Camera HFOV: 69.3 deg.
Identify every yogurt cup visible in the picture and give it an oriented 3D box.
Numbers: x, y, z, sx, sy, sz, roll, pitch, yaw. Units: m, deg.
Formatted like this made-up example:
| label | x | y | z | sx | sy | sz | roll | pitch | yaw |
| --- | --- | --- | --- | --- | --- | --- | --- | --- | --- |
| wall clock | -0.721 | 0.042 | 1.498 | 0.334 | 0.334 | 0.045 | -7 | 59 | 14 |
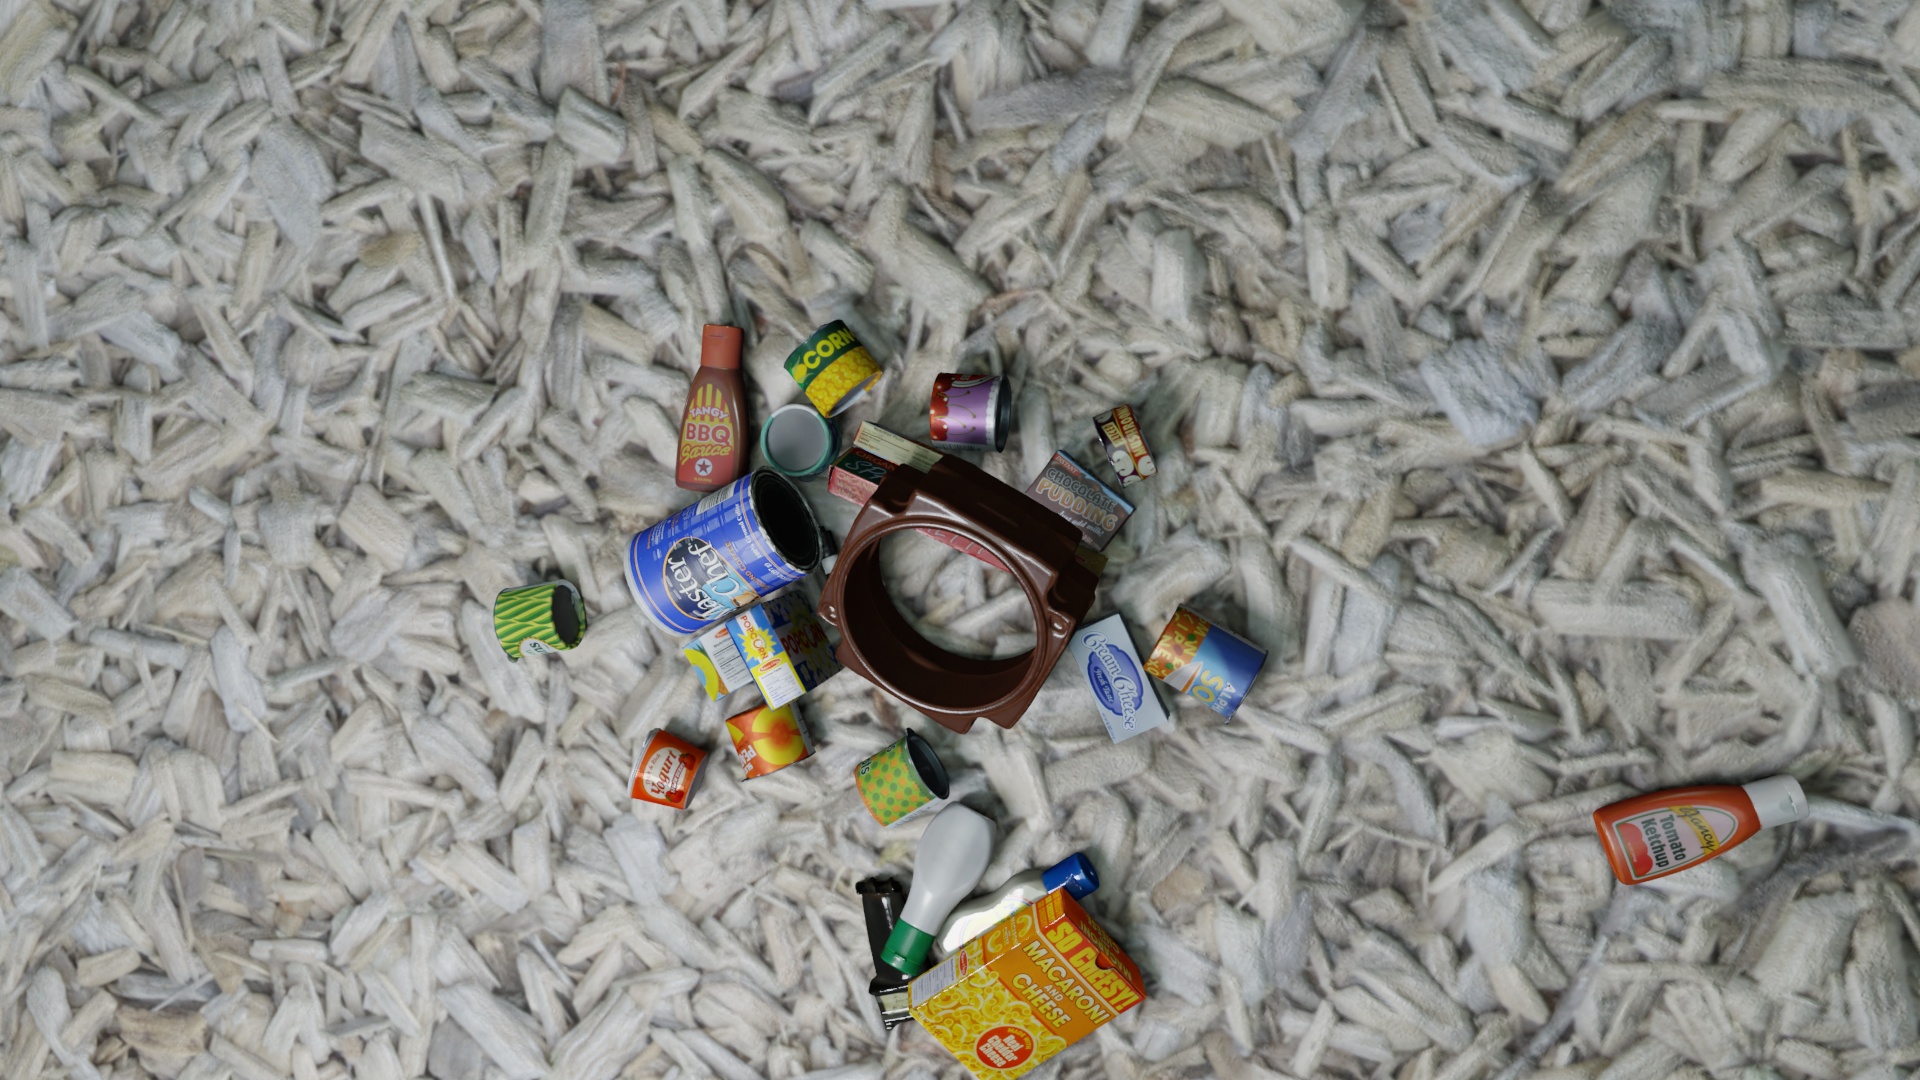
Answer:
| label | x | y | z | sx | sy | sz | roll | pitch | yaw |
| --- | --- | --- | --- | --- | --- | --- | --- | --- | --- |
| yogurt cup | -0.265 | 0.211 | 1.266 | 0.054 | 0.072 | 0.072 | 20 | 98 | 1 |

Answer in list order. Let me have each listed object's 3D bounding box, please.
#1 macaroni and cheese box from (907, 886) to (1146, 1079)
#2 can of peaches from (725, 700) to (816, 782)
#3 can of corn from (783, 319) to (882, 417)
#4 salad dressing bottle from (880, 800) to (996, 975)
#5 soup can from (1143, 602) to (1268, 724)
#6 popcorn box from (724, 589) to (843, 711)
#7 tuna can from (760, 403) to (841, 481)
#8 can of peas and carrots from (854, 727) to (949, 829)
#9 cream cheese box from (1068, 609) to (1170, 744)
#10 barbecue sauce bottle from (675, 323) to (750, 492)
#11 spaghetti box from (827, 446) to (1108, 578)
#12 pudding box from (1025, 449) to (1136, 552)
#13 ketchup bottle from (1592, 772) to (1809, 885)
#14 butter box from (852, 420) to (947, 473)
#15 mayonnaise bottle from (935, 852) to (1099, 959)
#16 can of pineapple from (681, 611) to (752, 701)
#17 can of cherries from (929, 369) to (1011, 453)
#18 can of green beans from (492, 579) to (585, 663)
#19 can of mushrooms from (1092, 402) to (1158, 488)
| label | x | y | z | sx | sy | sz | roll | pitch | yaw |
| --- | --- | --- | --- | --- | --- | --- | --- | --- | --- |
| macaroni and cheese box | 0.057 | 0.390 | 1.201 | 0.166 | 0.040 | 0.123 | -36 | 112 | 12 |
| can of peaches | -0.172 | 0.176 | 1.240 | 0.071 | 0.071 | 0.058 | -21 | 89 | 12 |
| can of corn | -0.109 | -0.149 | 1.203 | 0.071 | 0.071 | 0.058 | -40 | 87 | 12 |
| salad dressing bottle | -0.021 | 0.303 | 1.209 | 0.064 | 0.044 | 0.148 | 26 | 80 | 12 |
| soup can | 0.203 | 0.102 | 1.158 | 0.084 | 0.071 | 0.071 | 29 | 100 | 9 |
| popcorn box | -0.151 | 0.093 | 1.201 | 0.038 | 0.127 | 0.085 | -30 | 88 | 10 |
| tuna can | -0.142 | -0.087 | 1.234 | 0.071 | 0.033 | 0.071 | 1 | 94 | 12 |
| can of peas and carrots | -0.053 | 0.209 | 1.220 | 0.058 | 0.071 | 0.071 | -32 | 88 | 13 |
| cream cheese box | 0.135 | 0.117 | 1.196 | 0.053 | 0.024 | 0.104 | -25 | 89 | 11 |
| barbecue sauce bottle | -0.218 | -0.118 | 1.242 | 0.065 | 0.044 | 0.148 | 7 | 95 | 12 |
| spaghetti box | 0.004 | -0.015 | 1.198 | 0.250 | 0.050 | 0.028 | 24 | 121 | 9 |
| pudding box | 0.103 | -0.034 | 1.189 | 0.084 | 0.030 | 0.049 | 39 | 100 | 6 |
| ketchup bottle | 0.587 | 0.223 | 1.102 | 0.149 | 0.043 | 0.064 | -20 | 90 | 12 |
| butter box | -0.038 | -0.073 | 1.203 | 0.103 | 0.053 | 0.024 | 24 | 96 | 8 |
| mayonnaise bottle | 0.051 | 0.325 | 1.219 | 0.148 | 0.041 | 0.065 | -34 | 91 | 13 |
| can of pineapple | -0.207 | 0.104 | 1.246 | 0.071 | 0.071 | 0.058 | -31 | 88 | 12 |
| can of cherries | 0.009 | -0.112 | 1.184 | 0.058 | 0.071 | 0.071 | 5 | 95 | 13 |
| can of green beans | -0.387 | 0.072 | 1.279 | 0.058 | 0.071 | 0.071 | -9 | 93 | 12 |
| can of mushrooms | 0.137 | -0.080 | 1.158 | 0.033 | 0.071 | 0.071 | -23 | 90 | 11 |
